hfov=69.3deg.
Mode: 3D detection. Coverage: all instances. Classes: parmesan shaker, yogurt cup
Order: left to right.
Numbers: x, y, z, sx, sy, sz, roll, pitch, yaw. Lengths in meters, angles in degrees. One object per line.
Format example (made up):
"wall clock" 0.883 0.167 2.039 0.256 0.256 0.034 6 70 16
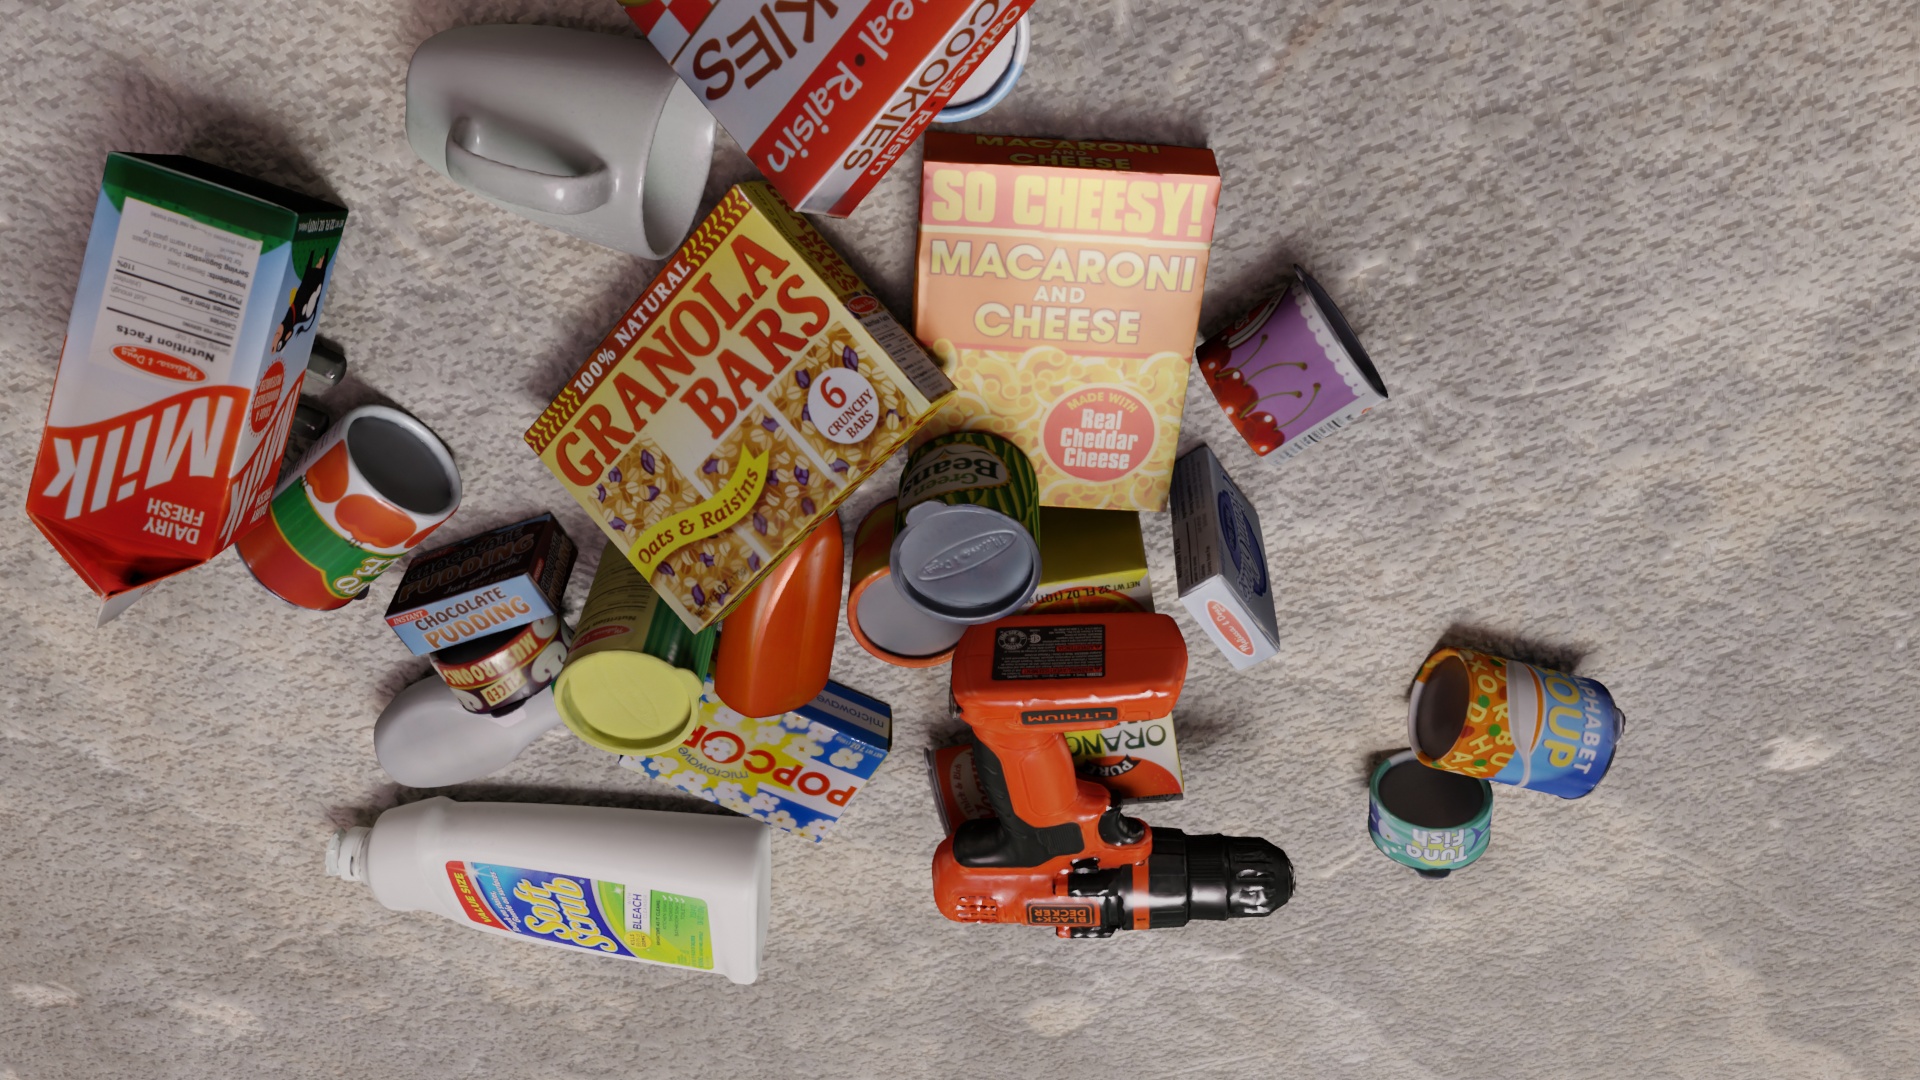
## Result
"parmesan shaker" -0.150 0.045 0.678 0.071 0.103 0.071 0 126 1
"yogurt cup" 0.016 0.142 0.773 0.054 0.073 0.072 -17 124 3

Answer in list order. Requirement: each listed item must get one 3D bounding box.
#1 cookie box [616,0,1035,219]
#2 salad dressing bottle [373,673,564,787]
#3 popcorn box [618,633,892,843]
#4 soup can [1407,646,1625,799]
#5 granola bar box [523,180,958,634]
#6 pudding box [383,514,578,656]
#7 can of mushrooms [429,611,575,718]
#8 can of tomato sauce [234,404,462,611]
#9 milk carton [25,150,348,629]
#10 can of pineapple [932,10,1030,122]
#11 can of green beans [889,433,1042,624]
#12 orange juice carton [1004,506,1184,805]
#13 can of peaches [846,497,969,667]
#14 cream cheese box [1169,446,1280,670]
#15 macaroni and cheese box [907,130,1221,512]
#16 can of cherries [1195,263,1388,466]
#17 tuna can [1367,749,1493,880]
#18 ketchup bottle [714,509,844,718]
"cookie box" -0.061 -0.216 0.480 0.122 0.040 0.167 -43 82 26
"salad dressing bottle" -0.242 0.089 0.748 0.147 0.044 0.064 -20 127 13
"popcorn box" -0.112 0.108 0.763 0.127 0.038 0.084 26 122 -17
"soup can" 0.292 0.095 0.734 0.084 0.072 0.071 14 125 -9
"granola bar box" -0.100 -0.056 0.616 0.165 0.039 0.124 -42 89 26
"pudding box" -0.238 0.022 0.695 0.083 0.050 0.030 -16 126 12
"can of mushrooms" -0.233 0.056 0.706 0.071 0.071 0.033 -15 123 11
"can of tomato sauce" -0.288 -0.014 0.659 0.083 0.071 0.071 -34 119 22
"milk carton" -0.326 -0.059 0.583 0.073 0.072 0.190 18 100 -12
"can of pineapple" -0.008 -0.199 0.529 0.071 0.058 0.070 0 126 0
"can of green beans" 0.003 -0.006 0.620 0.071 0.058 0.071 1 127 1
"orange juice carton" 0.070 0.072 0.716 0.072 0.073 0.191 -9 126 7
"can of peaches" -0.024 0.022 0.689 0.071 0.058 0.071 0 126 0
"cream cheese box" 0.122 0.006 0.649 0.024 0.104 0.053 -28 120 24
"macaroni and cheese box" 0.040 -0.093 0.617 0.124 0.040 0.165 3 126 -1
"can of cherries" 0.145 -0.077 0.614 0.058 0.072 0.071 -34 119 23
"tuna can" 0.261 0.151 0.773 0.071 0.071 0.032 -7 125 5
"ketchup bottle" -0.084 0.014 0.685 0.043 0.065 0.148 29 122 30
